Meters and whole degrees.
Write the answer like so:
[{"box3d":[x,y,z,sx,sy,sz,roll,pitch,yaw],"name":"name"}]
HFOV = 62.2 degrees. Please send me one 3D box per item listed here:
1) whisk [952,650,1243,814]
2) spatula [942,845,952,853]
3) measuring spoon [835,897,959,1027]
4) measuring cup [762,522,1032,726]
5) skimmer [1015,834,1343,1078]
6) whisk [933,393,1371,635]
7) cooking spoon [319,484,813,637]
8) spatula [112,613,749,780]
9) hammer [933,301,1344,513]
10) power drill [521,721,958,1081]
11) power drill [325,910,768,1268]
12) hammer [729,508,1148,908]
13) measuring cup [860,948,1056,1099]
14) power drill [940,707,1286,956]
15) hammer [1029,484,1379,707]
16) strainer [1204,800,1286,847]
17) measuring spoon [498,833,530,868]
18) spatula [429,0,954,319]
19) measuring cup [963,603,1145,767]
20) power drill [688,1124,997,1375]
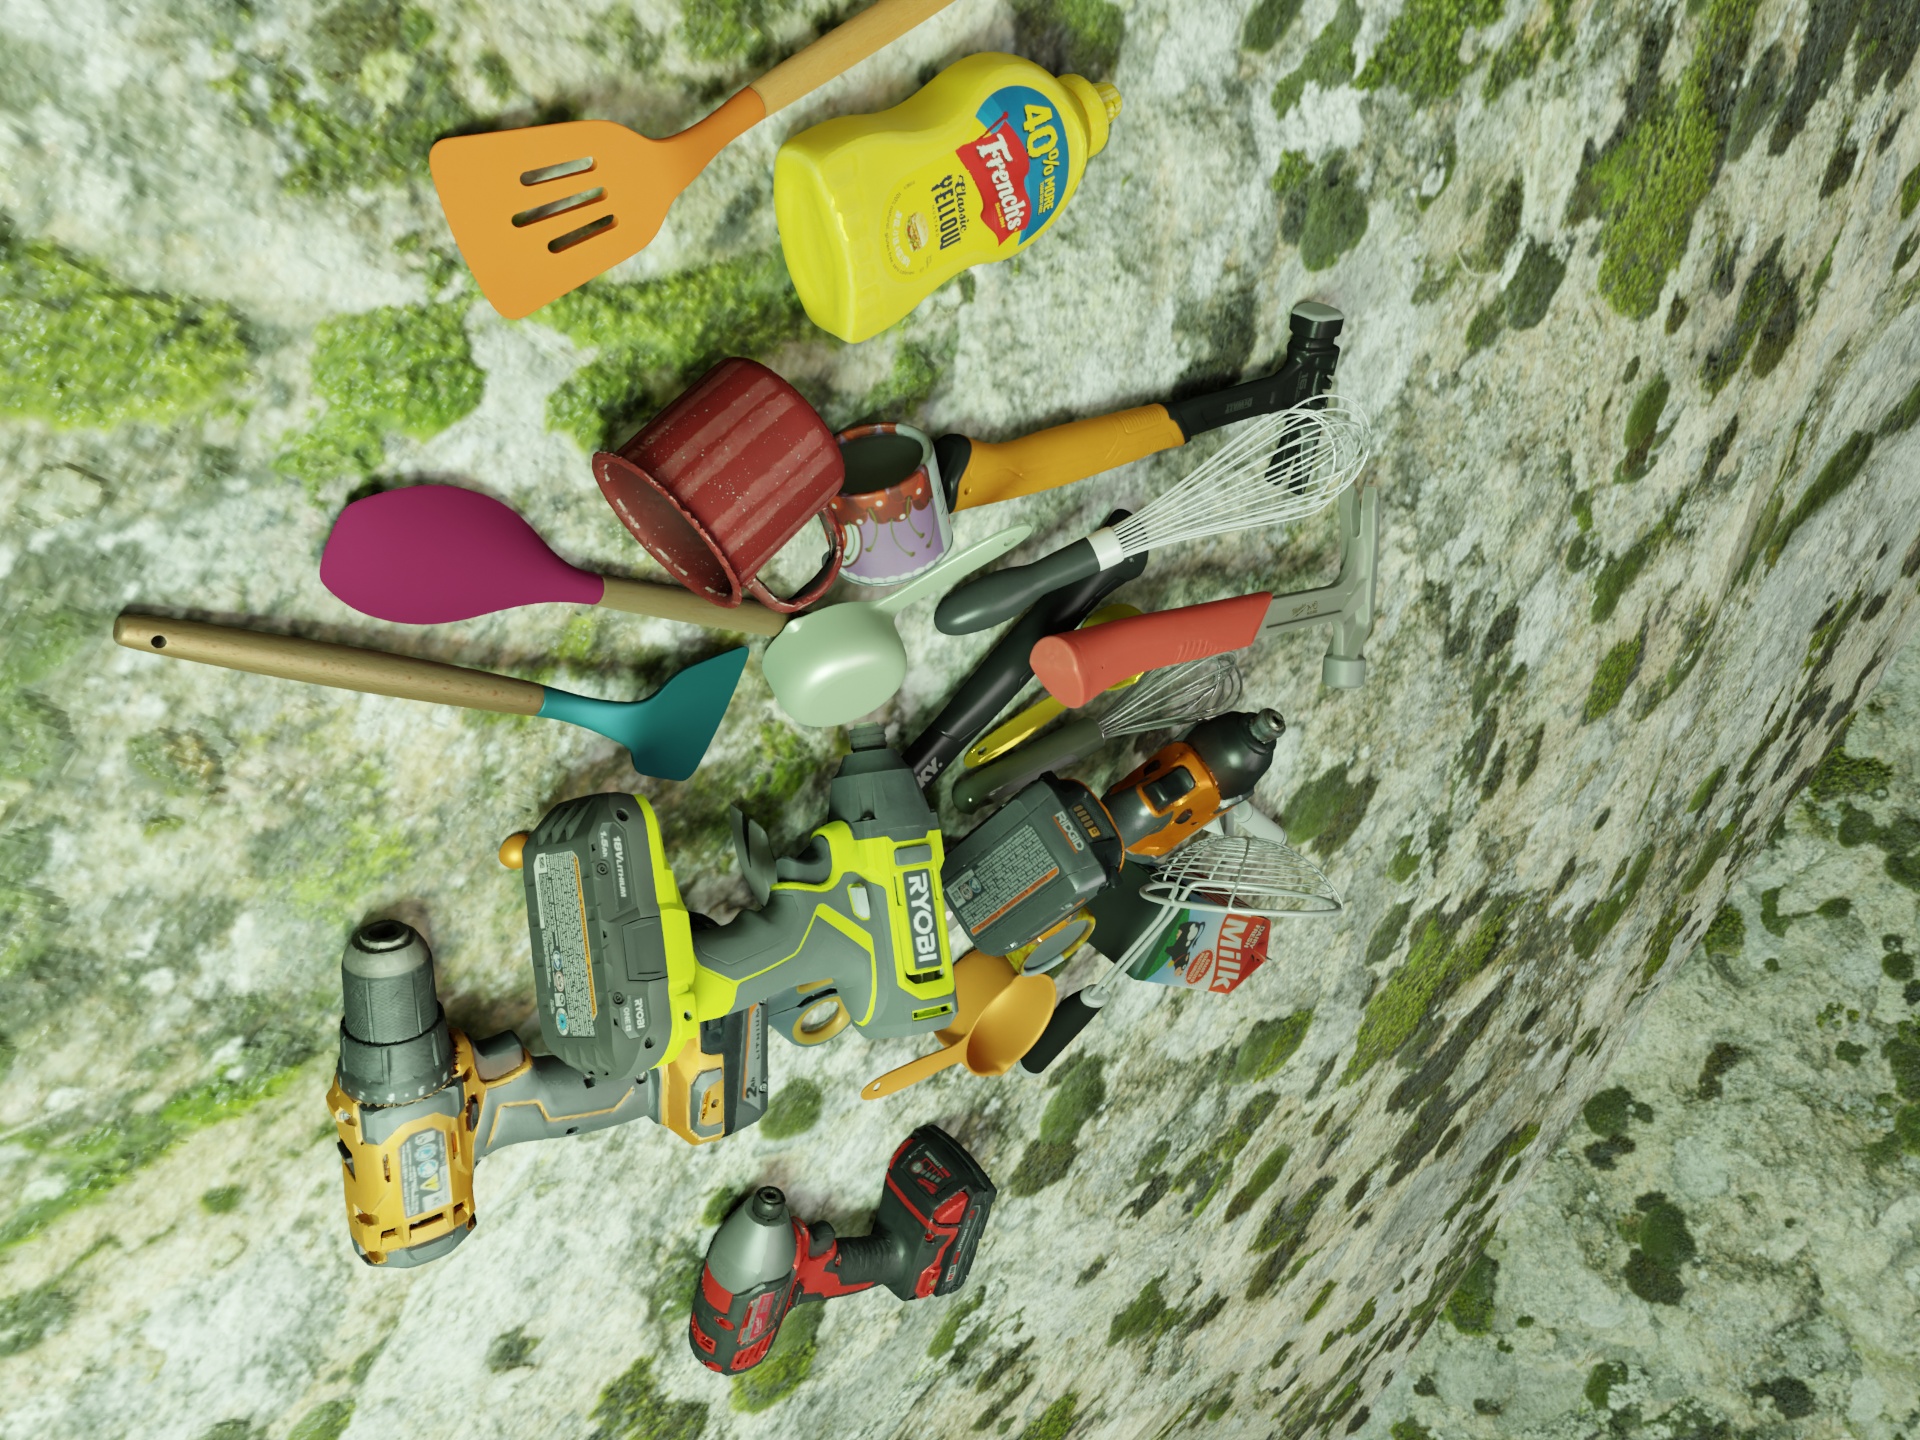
[{"box3d":[0.096,0.006,1.077,0.246,0.059,0.057,-26,162,-26],"name":"whisk"},{"box3d":[0.024,0.089,1.084,0.315,0.018,0.059,-11,125,-40],"name":"spatula"},{"box3d":[-0.039,0.165,1.074,0.124,0.018,0.034,-48,142,-7],"name":"measuring spoon"},{"box3d":[-0.028,-0.049,0.848,0.167,0.038,0.083,-30,155,14],"name":"measuring cup"},{"box3d":[0.128,0.189,1.108,0.127,0.090,0.363,3,142,-27],"name":"skimmer"},{"box3d":[0.115,-0.114,0.940,0.284,0.070,0.070,-25,138,-2],"name":"whisk"},{"box3d":[-0.157,-0.060,0.775,0.318,0.017,0.068,7,117,-49],"name":"cooking spoon"},{"box3d":[-0.224,-0.017,0.736,0.317,0.044,0.082,12,110,-45],"name":"spatula"},{"box3d":[0.110,-0.168,0.965,0.337,0.034,0.127,-21,130,-36],"name":"hammer"},{"box3d":[-0.104,0.091,0.825,0.223,0.080,0.171,-4,84,-41],"name":"power drill"},{"box3d":[-0.216,0.169,0.838,0.226,0.084,0.185,-14,118,-34],"name":"power drill"},{"box3d":[-0.002,-0.003,0.966,0.335,0.035,0.146,-48,137,-11],"name":"hammer"},{"box3d":[-0.012,0.215,1.115,0.173,0.052,0.095,-18,130,-35],"name":"measuring cup"},{"box3d":[0.108,0.059,1.030,0.226,0.084,0.164,-21,165,-45],"name":"power drill"},{"box3d":[0.176,-0.072,1.055,0.359,0.037,0.149,-13,108,-45],"name":"hammer"},{"box3d":[0.217,0.071,1.257,0.258,0.050,0.087,32,50,-58],"name":"strainer"},{"box3d":[-0.200,0.085,0.846,0.021,0.011,0.116,-54,143,0],"name":"measuring spoon"},{"box3d":[-0.077,-0.282,0.690,0.322,0.041,0.080,-41,141,-23],"name":"spatula"},{"box3d":[0.061,-0.022,1.040,0.156,0.029,0.062,-35,140,-6],"name":"measuring cup"},{"box3d":[-0.086,0.373,1.140,0.219,0.079,0.143,-5,121,-41],"name":"power drill"}]
